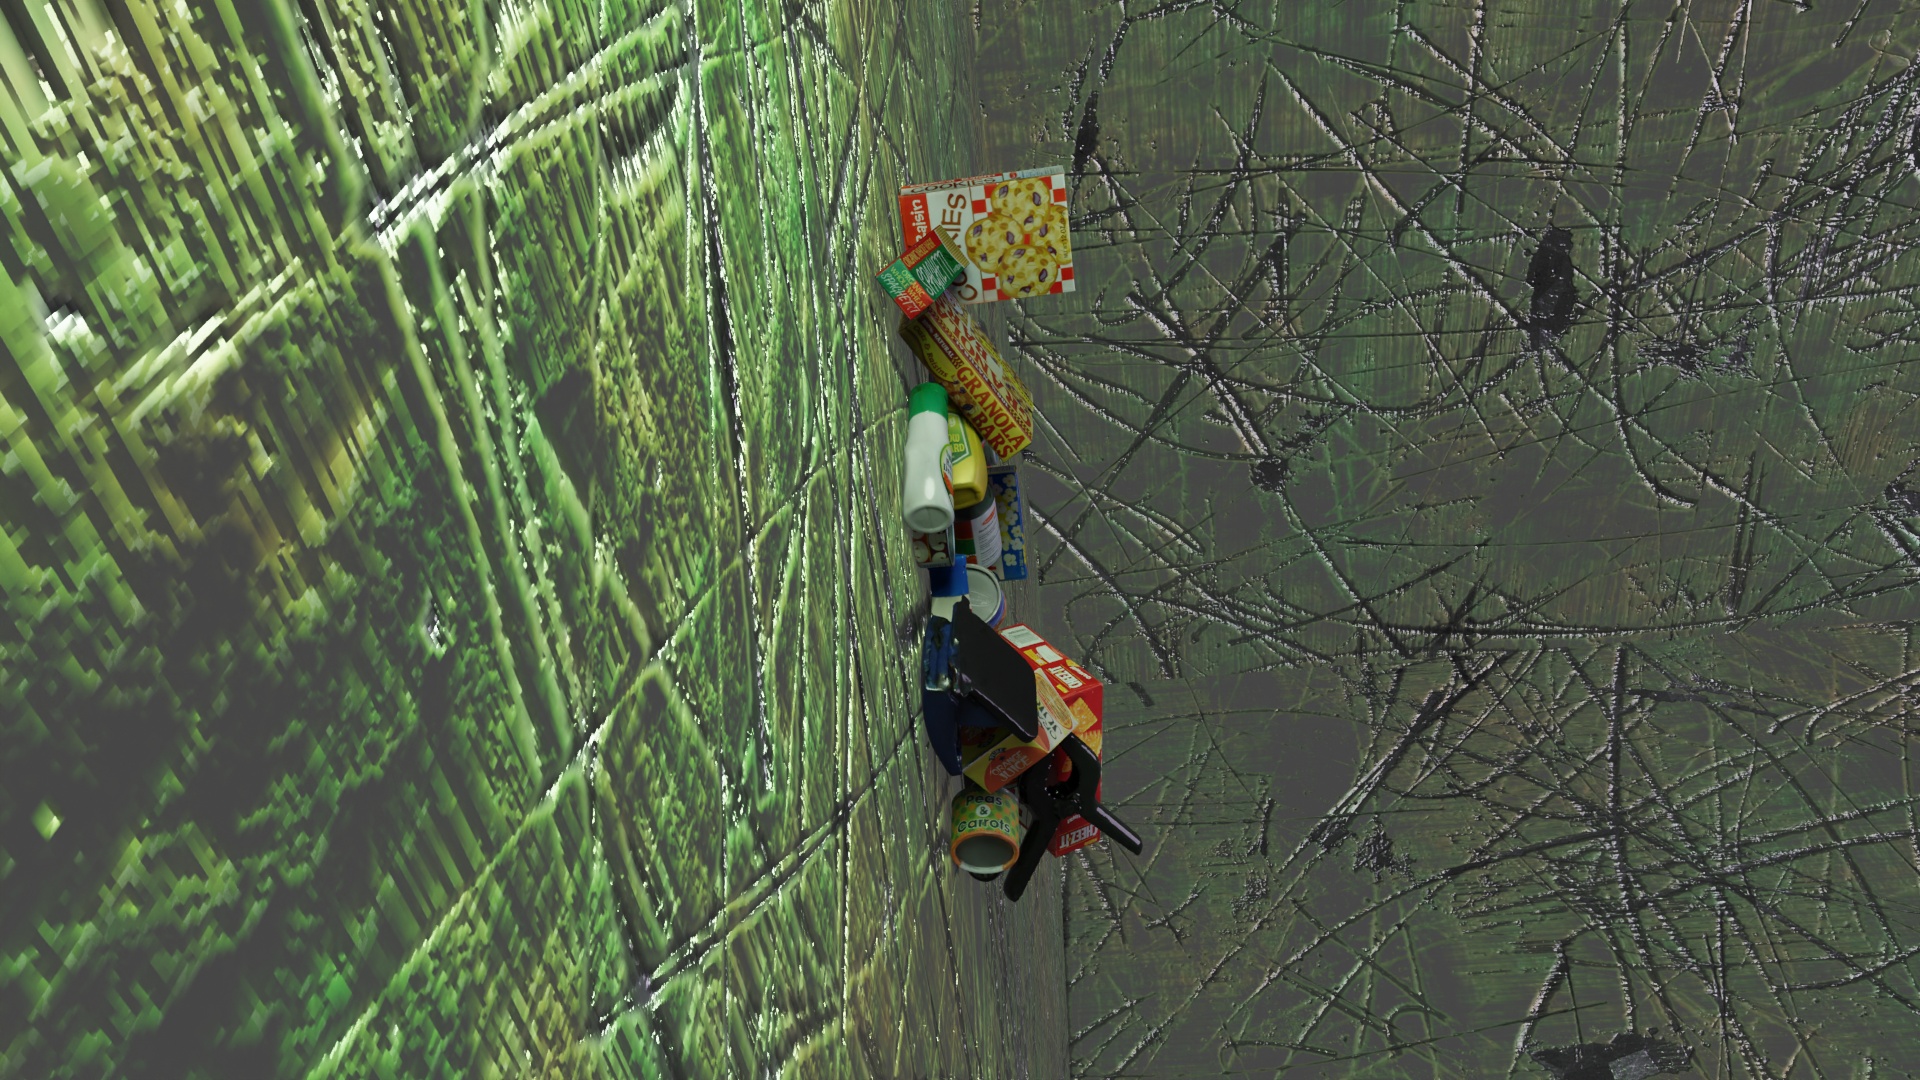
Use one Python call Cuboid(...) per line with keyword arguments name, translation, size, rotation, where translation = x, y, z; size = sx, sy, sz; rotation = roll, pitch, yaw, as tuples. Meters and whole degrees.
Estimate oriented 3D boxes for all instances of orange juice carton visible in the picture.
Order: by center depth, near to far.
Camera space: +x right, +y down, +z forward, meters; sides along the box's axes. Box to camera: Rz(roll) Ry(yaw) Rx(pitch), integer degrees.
Cuboid(name="orange juice carton", translation=(0.050, 0.185, 1.344), size=(0.073, 0.071, 0.193), rotation=(55, 15, 6))

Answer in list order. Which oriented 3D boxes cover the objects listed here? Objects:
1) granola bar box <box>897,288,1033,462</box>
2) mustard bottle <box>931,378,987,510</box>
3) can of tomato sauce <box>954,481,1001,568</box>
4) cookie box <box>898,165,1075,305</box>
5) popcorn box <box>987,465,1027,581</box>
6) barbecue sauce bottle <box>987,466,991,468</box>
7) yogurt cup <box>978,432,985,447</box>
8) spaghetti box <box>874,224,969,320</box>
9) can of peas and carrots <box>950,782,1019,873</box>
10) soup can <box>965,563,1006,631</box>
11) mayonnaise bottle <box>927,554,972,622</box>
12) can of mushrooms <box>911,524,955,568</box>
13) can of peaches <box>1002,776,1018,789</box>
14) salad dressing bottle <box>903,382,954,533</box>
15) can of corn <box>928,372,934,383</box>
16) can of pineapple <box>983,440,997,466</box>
Cuboid(name="granola bar box", translation=(0.009, -0.171, 1.355), size=(0.165, 0.039, 0.125), rotation=(50, 20, -20))
Cuboid(name="mustard bottle", translation=(-0.014, -0.106, 1.354), size=(0.048, 0.065, 0.161), rotation=(65, 13, -57))
Cuboid(name="can of tomato sauce", translation=(0.005, -0.018, 1.444), size=(0.082, 0.071, 0.071), rotation=(80, 7, -48))
Cuboid(name="cookie box", translation=(0.028, -0.307, 1.414), size=(0.040, 0.167, 0.122), rotation=(-91, 174, -63))
Cuboid(name="popcorn box", translation=(0.028, -0.018, 1.562), size=(0.038, 0.085, 0.126), rotation=(-80, 163, -74))
Cuboid(name="barbecue sauce bottle", translation=(0.020, -0.048, 1.738), size=(0.064, 0.044, 0.149), rotation=(73, 14, -71))
Cuboid(name="yogurt cup", translation=(-0.006, -0.101, 1.415), size=(0.053, 0.072, 0.073), rotation=(92, -3, -59))
Cuboid(name="spaghetti box", translation=(-0.031, -0.249, 1.274), size=(0.050, 0.028, 0.251), rotation=(51, 18, -10))
Cuboid(name="can of peas and carrots", translation=(0.023, 0.276, 1.331), size=(0.059, 0.071, 0.070), rotation=(-88, 171, -48))
Cuboid(name="soup can", translation=(0.011, 0.066, 1.420), size=(0.083, 0.071, 0.071), rotation=(63, 22, -77))
Cuboid(name="mayonnaise bottle", translation=(-0.006, 0.088, 1.336), size=(0.065, 0.041, 0.148), rotation=(-31, 116, -80))
Cuboid(name="can of mushrooms", translation=(-0.025, -0.010, 1.276), size=(0.071, 0.033, 0.071), rotation=(-8, 93, -84))
Cuboid(name="can of peaches", translation=(0.036, 0.235, 1.528), size=(0.071, 0.071, 0.058), rotation=(-78, 162, -73))
Cuboid(name="salad dressing bottle", translation=(-0.029, -0.077, 1.246), size=(0.064, 0.044, 0.148), rotation=(74, 11, -52))
Cuboid(name="can of corn", translation=(0.004, -0.164, 1.531), size=(0.058, 0.071, 0.071), rotation=(78, 9, -58))
Cuboid(name="can of pineapple", translation=(0.012, -0.120, 1.639), size=(0.071, 0.058, 0.071), rotation=(-9, 94, -85))
